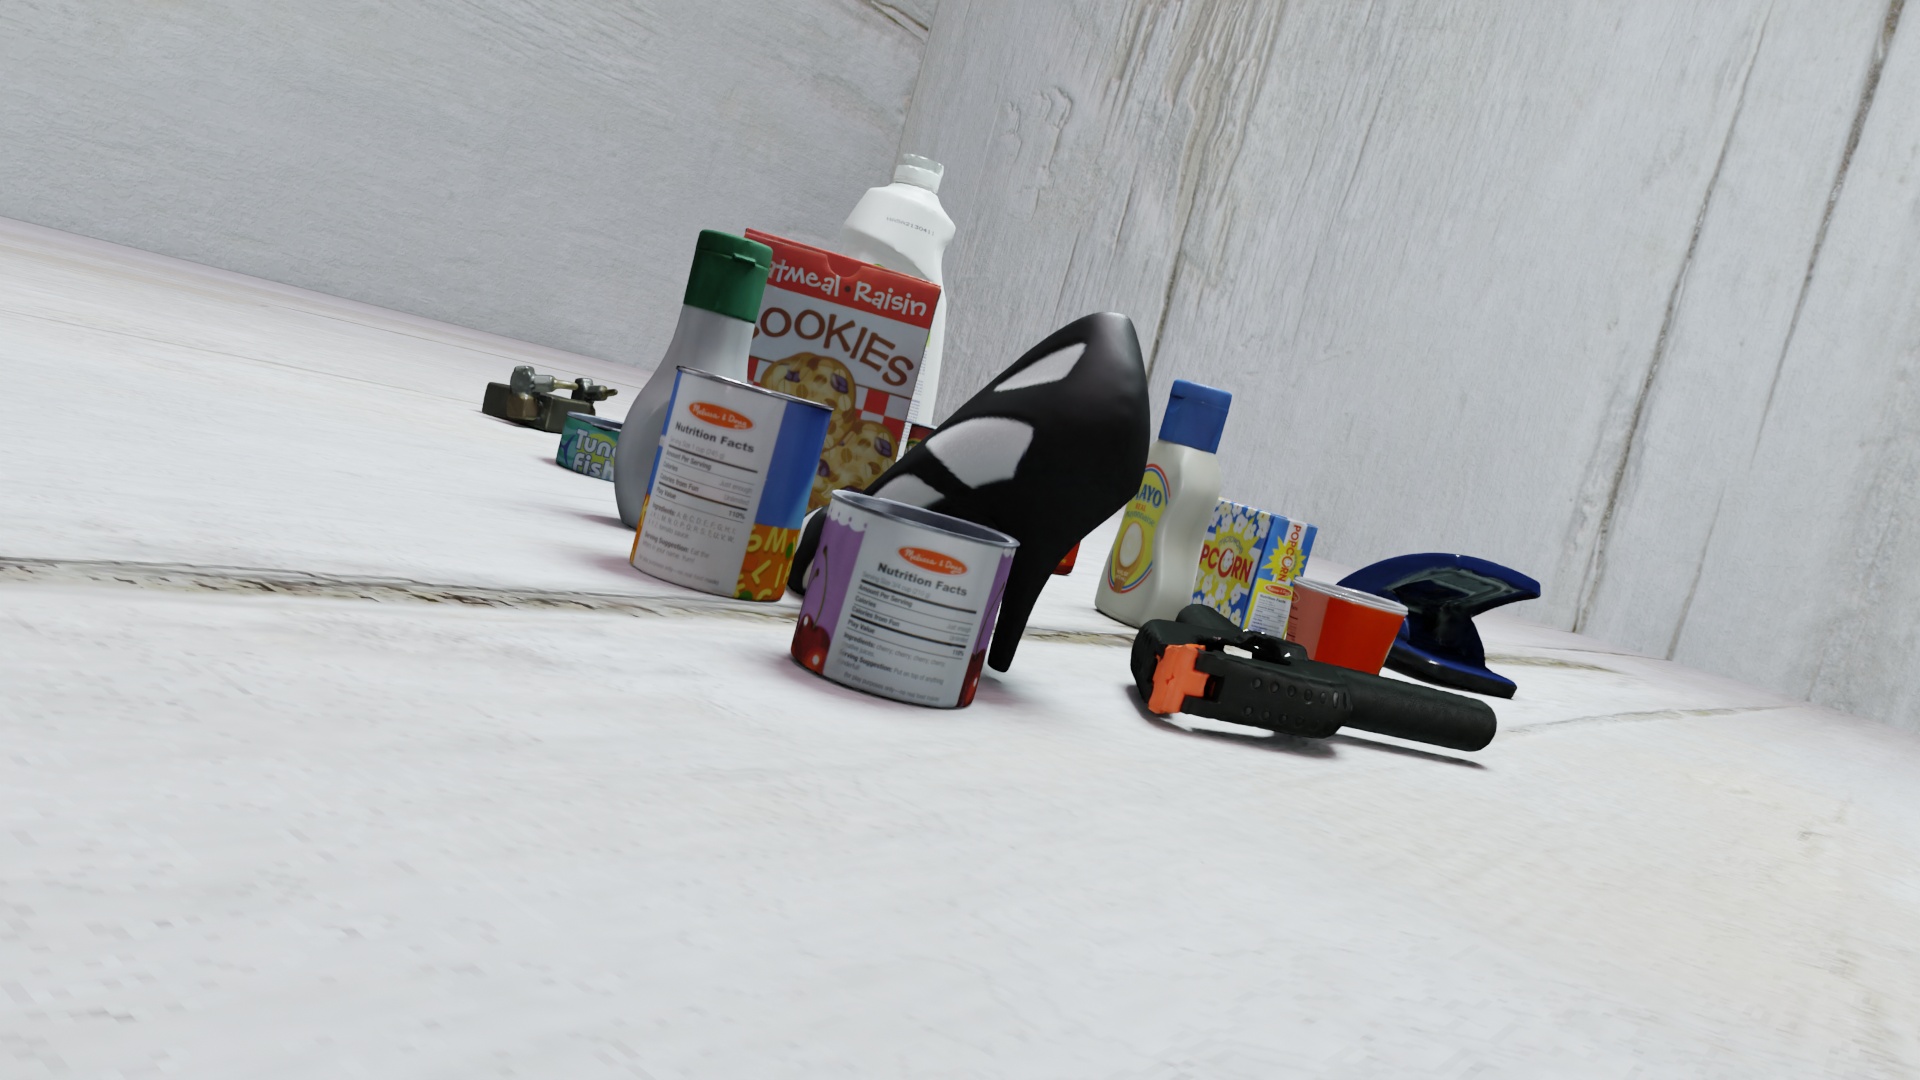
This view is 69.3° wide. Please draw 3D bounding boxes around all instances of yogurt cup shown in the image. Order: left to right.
[{"bbox_3d":[0.224,0.056,0.824,0.072,0.054,0.072,15,5,-1],"label":"yogurt cup"}]

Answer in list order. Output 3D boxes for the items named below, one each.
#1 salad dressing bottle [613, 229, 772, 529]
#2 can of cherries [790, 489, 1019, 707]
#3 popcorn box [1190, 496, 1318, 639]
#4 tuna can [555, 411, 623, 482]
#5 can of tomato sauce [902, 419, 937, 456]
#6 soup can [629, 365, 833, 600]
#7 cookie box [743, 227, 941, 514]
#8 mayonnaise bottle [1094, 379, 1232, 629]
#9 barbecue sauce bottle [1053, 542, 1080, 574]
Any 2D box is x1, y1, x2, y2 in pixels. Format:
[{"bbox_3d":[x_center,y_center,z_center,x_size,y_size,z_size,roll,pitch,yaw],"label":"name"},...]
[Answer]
[{"bbox_3d":[-0.126,-0.075,0.675,0.064,0.147,0.044,13,5,-29],"label":"salad dressing bottle"},{"bbox_3d":[-0.019,0.019,0.475,0.071,0.058,0.071,15,5,-1],"label":"can of cherries"},{"bbox_3d":[0.198,0.017,0.995,0.038,0.085,0.127,14,5,-18],"label":"popcorn box"},{"bbox_3d":[-0.214,-0.055,0.855,0.071,0.033,0.071,15,5,-1],"label":"tuna can"},{"bbox_3d":[-0.010,-0.023,0.822,0.071,0.083,0.071,15,5,-1],"label":"can of tomato sauce"},{"bbox_3d":[-0.094,-0.024,0.576,0.071,0.083,0.071,15,5,-1],"label":"soup can"},{"bbox_3d":[-0.092,-0.092,0.852,0.123,0.167,0.040,14,4,-10],"label":"cookie box"},{"bbox_3d":[0.125,-0.021,0.831,0.041,0.148,0.065,13,5,-28],"label":"mayonnaise bottle"},{"bbox_3d":[0.072,-0.052,1.008,0.065,0.148,0.044,11,6,-44],"label":"barbecue sauce bottle"}]
